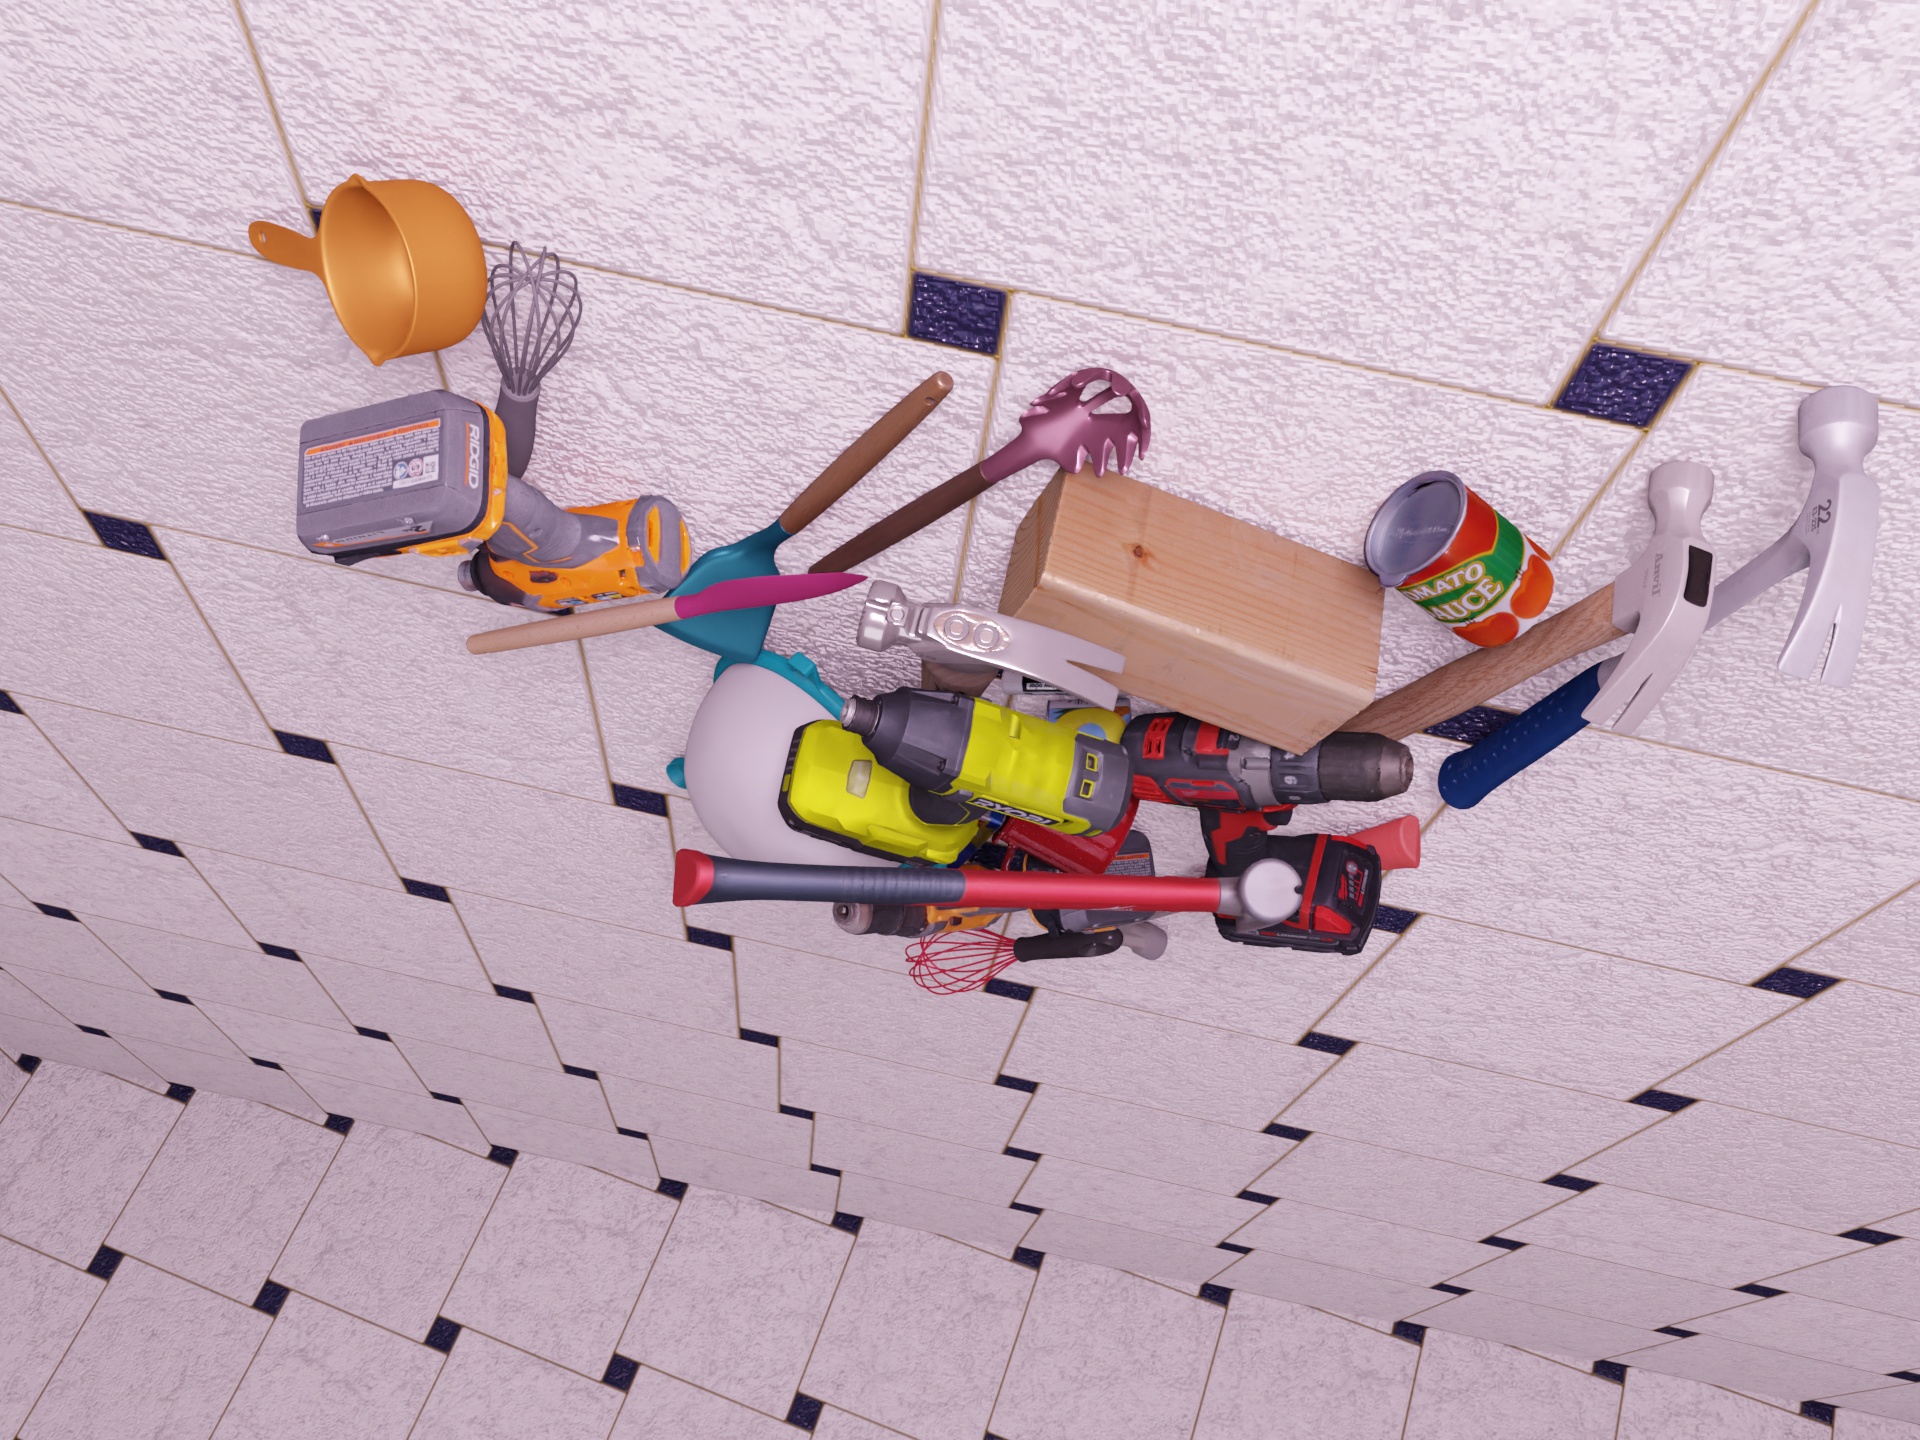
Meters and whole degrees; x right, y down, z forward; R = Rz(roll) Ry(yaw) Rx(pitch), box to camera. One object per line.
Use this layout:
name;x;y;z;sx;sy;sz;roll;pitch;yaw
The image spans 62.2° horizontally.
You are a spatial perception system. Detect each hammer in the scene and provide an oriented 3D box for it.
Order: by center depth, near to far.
hammer;0.374;-0.022;0.903;0.035;0.144;0.405;15;158;-4
hammer;0.312;-0.027;0.934;0.031;0.130;0.331;18;159;-13
hammer;0.012;0.109;1.020;0.386;0.038;0.143;2;168;0
hammer;-0.002;-0.003;1.046;0.146;0.038;0.410;16;168;-2
hammer;0.221;0.131;1.310;0.149;0.037;0.359;29;148;-27

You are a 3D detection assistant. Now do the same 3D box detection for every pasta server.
pasta server;-0.002;-0.131;0.932;0.060;0.040;0.316;44;143;-20

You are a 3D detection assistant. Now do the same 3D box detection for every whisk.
whisk;-0.256;-0.196;0.917;0.055;0.055;0.239;20;155;-13
whisk;0.045;0.214;1.477;0.073;0.073;0.296;31;151;-29

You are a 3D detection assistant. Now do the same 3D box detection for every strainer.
strainer;-0.169;0.059;1.210;0.340;0.095;0.211;-4;124;55

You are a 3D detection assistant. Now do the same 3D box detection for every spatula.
spatula;-0.093;-0.123;0.978;0.082;0.044;0.317;23;149;-25

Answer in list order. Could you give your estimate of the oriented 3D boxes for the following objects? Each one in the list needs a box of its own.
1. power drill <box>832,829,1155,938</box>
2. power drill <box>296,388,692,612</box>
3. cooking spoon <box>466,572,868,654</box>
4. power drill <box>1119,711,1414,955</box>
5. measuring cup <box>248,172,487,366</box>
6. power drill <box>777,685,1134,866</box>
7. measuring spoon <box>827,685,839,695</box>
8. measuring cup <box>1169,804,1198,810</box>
power drill;0.023;0.142;1.307;0.226;0.084;0.185;-12;171;39
power drill;-0.291;-0.118;0.966;0.164;0.084;0.226;-7;168;22
cooking spoon;-0.201;-0.069;1.032;0.319;0.017;0.068;-7;177;28
power drill;0.225;0.072;1.074;0.188;0.080;0.226;2;146;30
measuring cup;-0.314;-0.247;0.842;0.174;0.052;0.095;24;123;36
power drill;-0.022;0.031;0.972;0.171;0.080;0.223;18;164;-21
measuring spoon;-0.140;-0.017;1.221;0.124;0.018;0.034;1;145;34
measuring cup;0.203;0.027;1.132;0.167;0.038;0.083;-5;147;26
